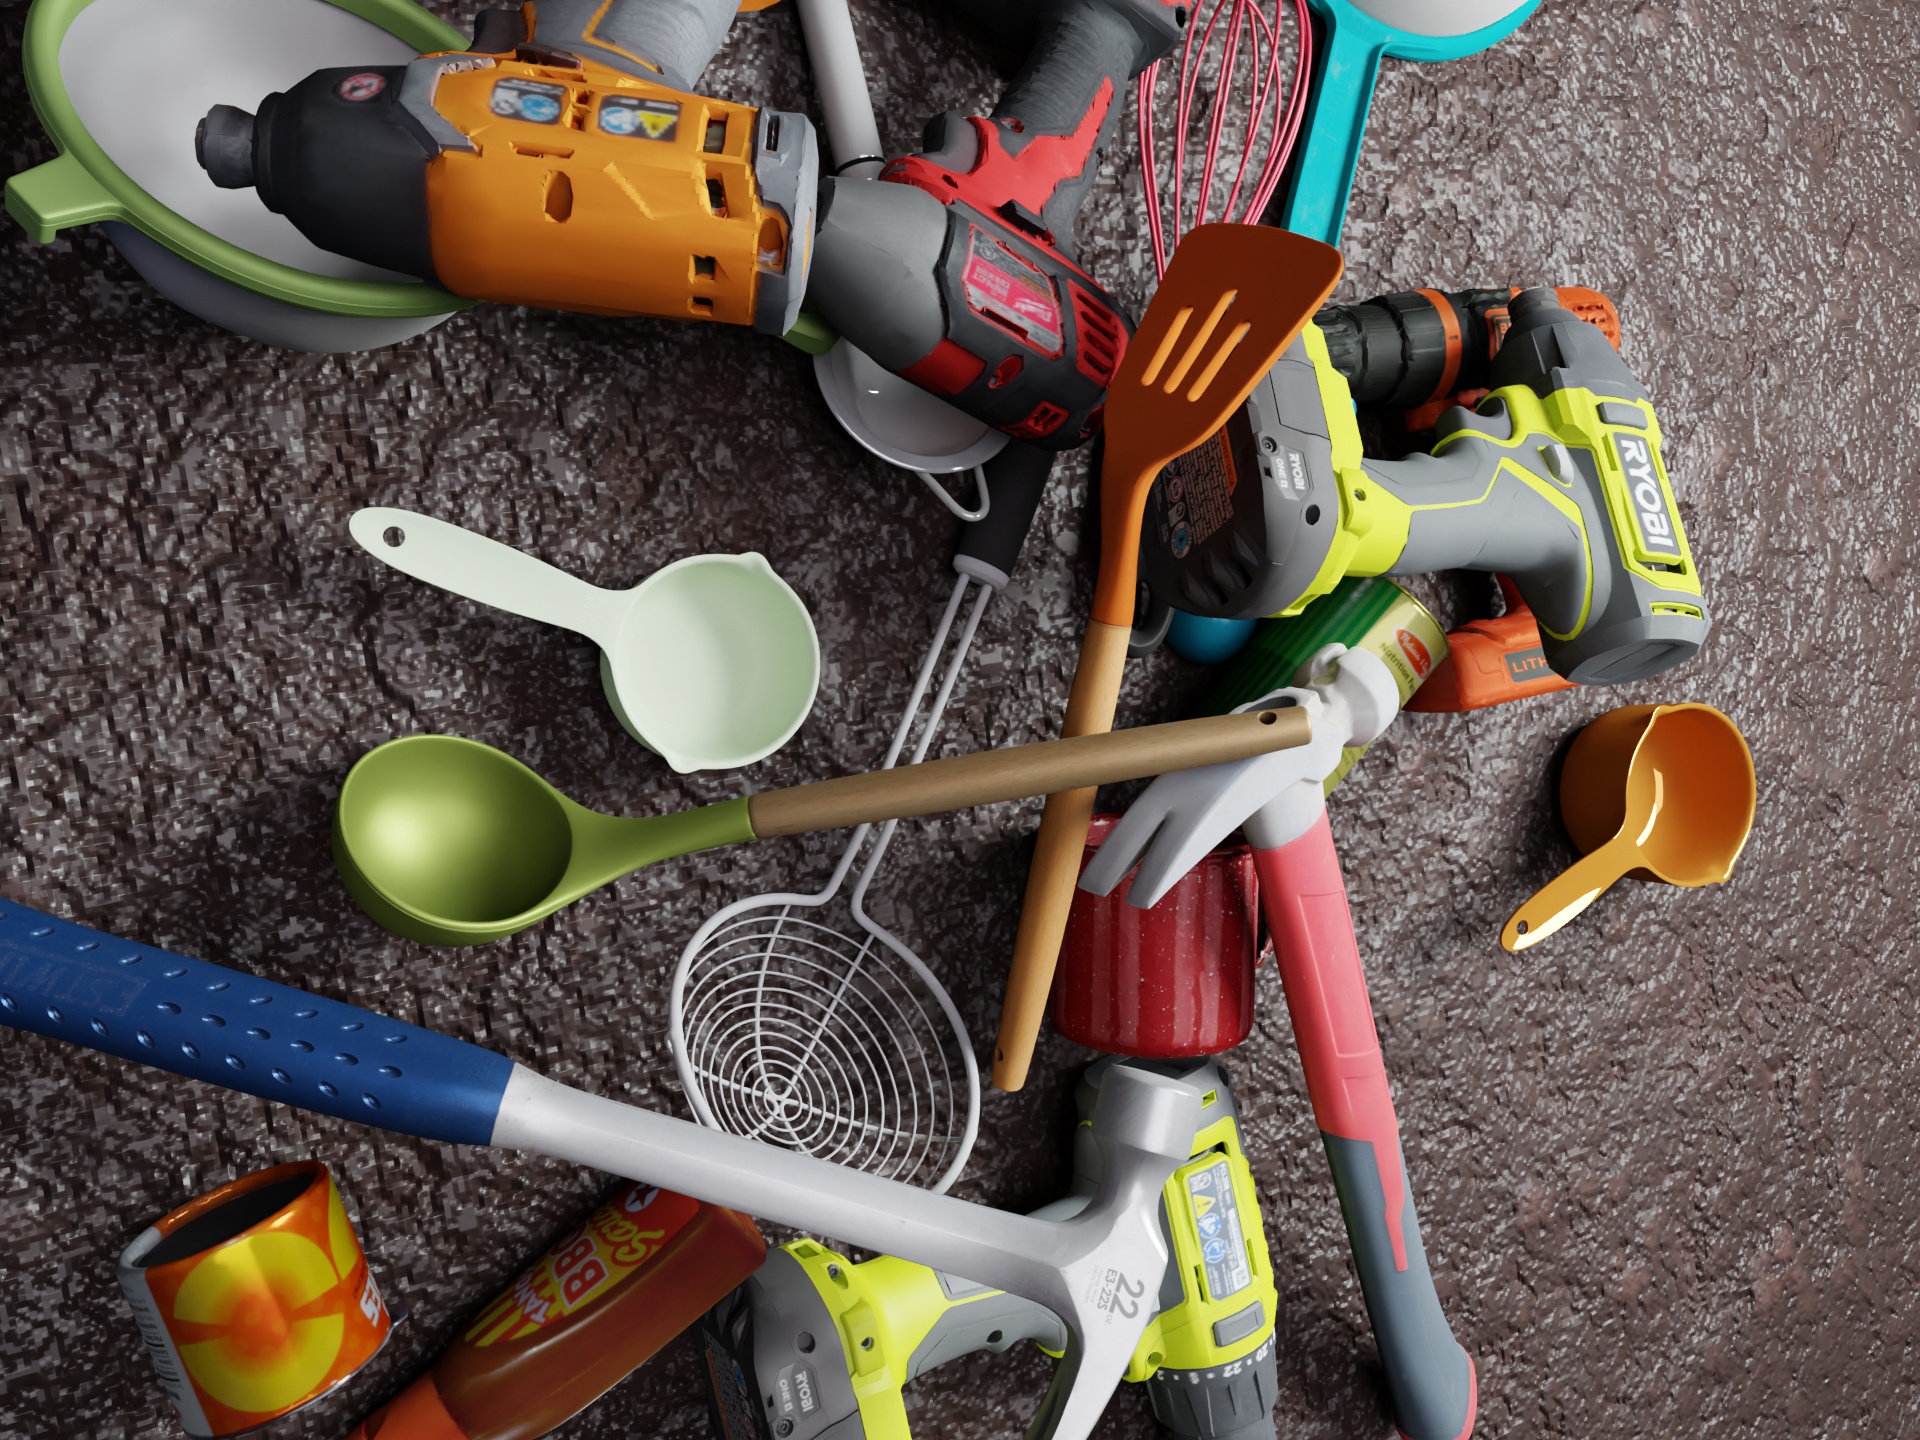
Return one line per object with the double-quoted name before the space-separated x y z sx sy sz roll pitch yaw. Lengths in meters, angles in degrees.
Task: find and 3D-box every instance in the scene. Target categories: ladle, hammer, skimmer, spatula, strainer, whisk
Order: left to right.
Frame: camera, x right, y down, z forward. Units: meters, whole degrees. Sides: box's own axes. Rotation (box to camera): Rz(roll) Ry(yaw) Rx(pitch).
"strainer" -0.164 -0.155 0.521 0.256 0.069 0.152 15 52 -30
"hammer" -0.132 0.127 0.488 0.405 0.035 0.144 18 77 -5
"ladle" -0.044 0.020 0.520 0.320 0.078 0.062 -9 138 2
"strainer" -0.034 -0.196 0.602 0.087 0.050 0.258 -14 91 -28
"skimmer" -0.001 -0.002 0.590 0.127 0.090 0.363 25 80 -23
"spatula" 0.055 -0.012 0.561 0.041 0.081 0.322 0 111 -32
"whisk" 0.094 -0.172 0.655 0.073 0.073 0.296 8 93 -25
"hammer" 0.148 0.169 0.629 0.143 0.038 0.386 -37 122 -31
"strainer" 0.204 -0.348 0.683 0.210 0.095 0.340 18 81 -25

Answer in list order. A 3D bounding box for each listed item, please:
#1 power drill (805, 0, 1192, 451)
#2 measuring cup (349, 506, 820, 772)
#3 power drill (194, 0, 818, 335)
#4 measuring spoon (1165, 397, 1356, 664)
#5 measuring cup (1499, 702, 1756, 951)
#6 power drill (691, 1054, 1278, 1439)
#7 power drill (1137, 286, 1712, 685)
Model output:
"power drill" 0.010 -0.220 0.573 0.143 0.078 0.220 22 70 -31
"measuring cup" -0.131 -0.036 0.559 0.167 0.038 0.083 22 81 -22
"power drill" -0.122 -0.215 0.479 0.164 0.084 0.227 5 57 -8
"measuring spoon" 0.131 -0.078 0.666 0.042 0.021 0.128 27 101 -22
"measuring cup" 0.301 0.056 0.757 0.173 0.052 0.095 -32 104 -20
"power drill" 0.026 0.250 0.615 0.228 0.080 0.190 -15 97 -27
"power drill" 0.178 -0.106 0.617 0.223 0.080 0.171 3 68 -25
